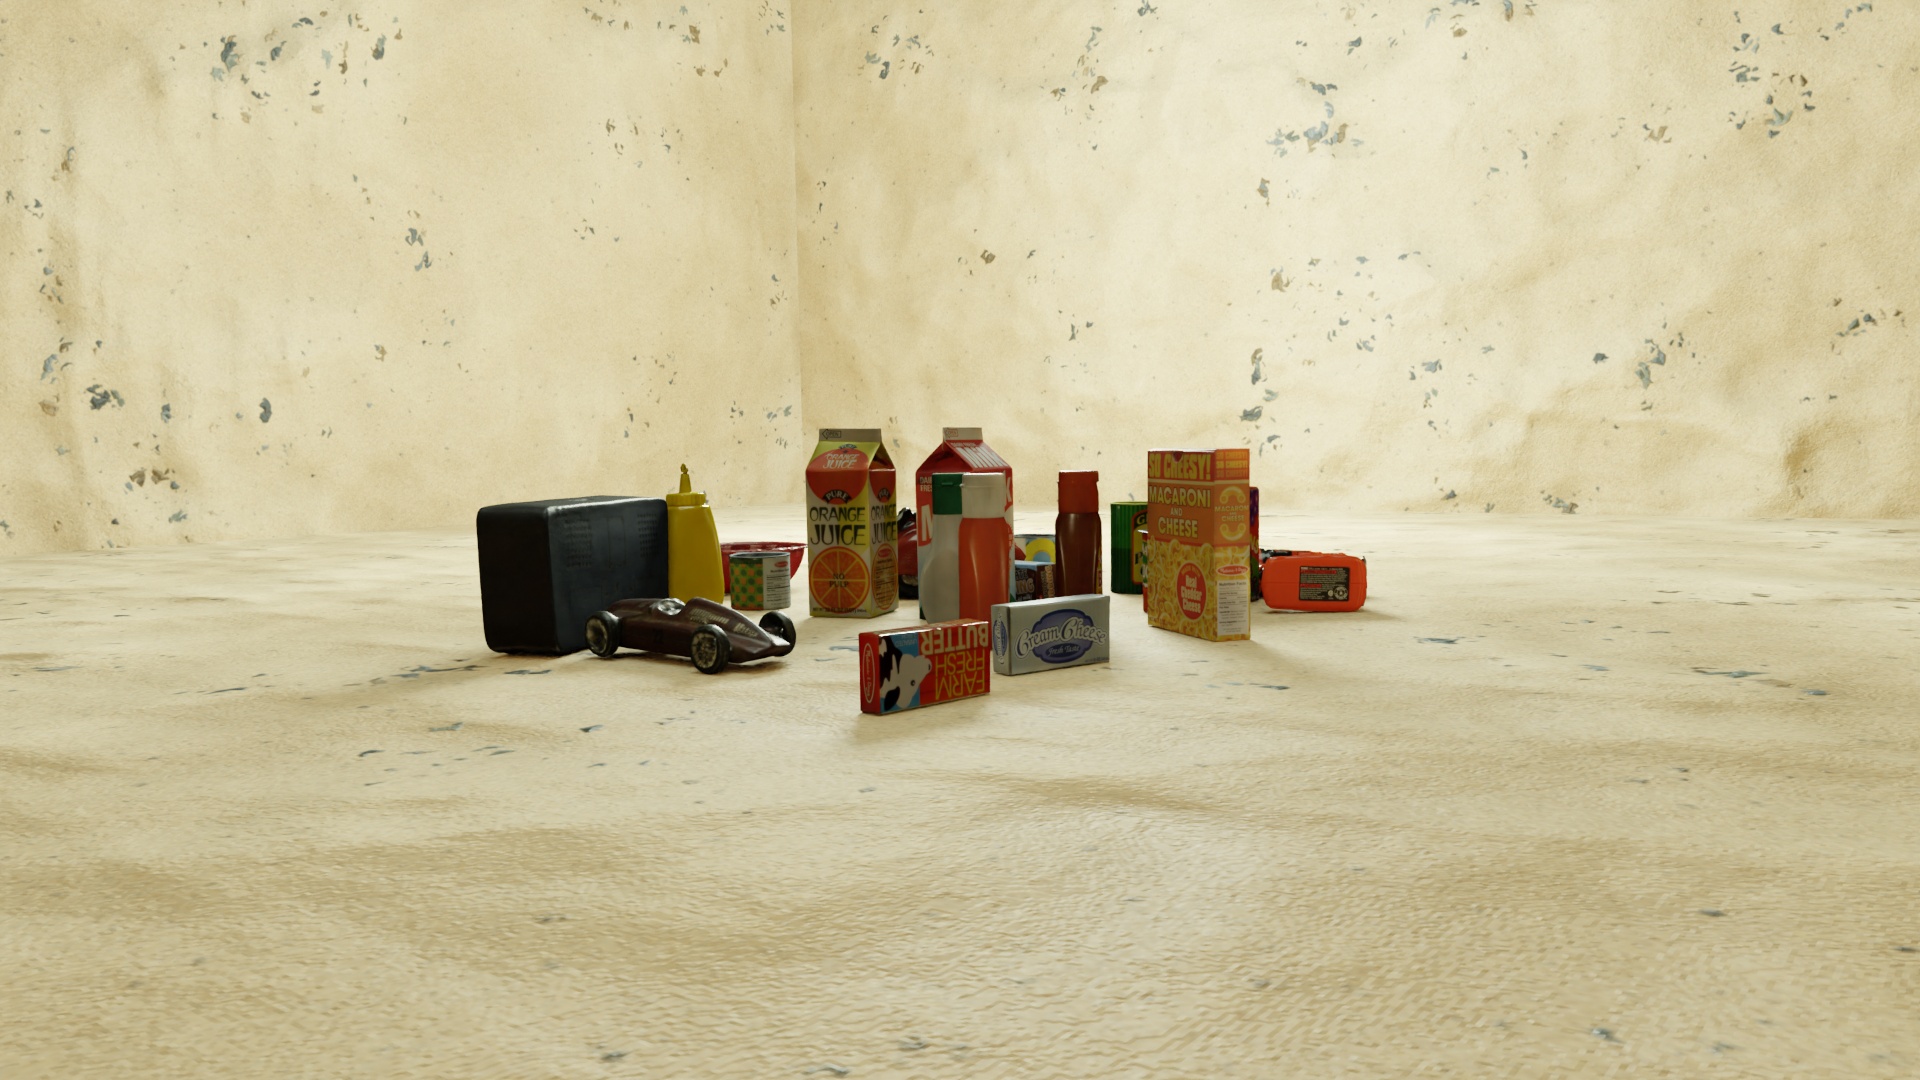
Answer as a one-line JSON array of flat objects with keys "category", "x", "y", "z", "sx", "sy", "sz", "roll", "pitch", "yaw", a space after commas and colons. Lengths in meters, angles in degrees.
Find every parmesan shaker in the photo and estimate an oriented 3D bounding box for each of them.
[{"category": "parmesan shaker", "x": 0.207, "y": 0.007, "z": 1.589, "sx": 0.071, "sy": 0.103, "sz": 0.071, "roll": -1, "pitch": 4, "yaw": 0}]

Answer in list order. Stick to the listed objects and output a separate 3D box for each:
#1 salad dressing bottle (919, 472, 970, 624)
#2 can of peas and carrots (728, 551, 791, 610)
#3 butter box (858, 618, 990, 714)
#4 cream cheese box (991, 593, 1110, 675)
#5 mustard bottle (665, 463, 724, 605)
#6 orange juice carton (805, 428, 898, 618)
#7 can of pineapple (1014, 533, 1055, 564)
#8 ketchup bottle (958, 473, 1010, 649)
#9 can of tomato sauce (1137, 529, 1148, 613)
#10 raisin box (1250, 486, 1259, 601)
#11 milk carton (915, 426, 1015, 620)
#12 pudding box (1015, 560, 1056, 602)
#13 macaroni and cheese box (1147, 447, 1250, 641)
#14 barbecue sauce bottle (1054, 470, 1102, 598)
[{"category": "salad dressing bottle", "x": -0.006, "y": 0.011, "z": 1.283, "sx": 0.064, "sy": 0.147, "sz": 0.044, "roll": 0, "pitch": 4, "yaw": 12}, {"category": "can of peas and carrots", "x": -0.219, "y": 0.044, "z": 1.511, "sx": 0.071, "sy": 0.058, "sz": 0.071, "roll": -1, "pitch": 4, "yaw": 0}, {"category": "butter box", "x": -0.023, "y": 0.084, "z": 0.937, "sx": 0.104, "sy": 0.053, "sz": 0.024, "roll": -5, "pitch": 5, "yaw": -44}, {"category": "cream cheese box", "x": 0.071, "y": 0.072, "z": 1.073, "sx": 0.104, "sy": 0.053, "sz": 0.024, "roll": -4, "pitch": 5, "yaw": -35}, {"category": "mustard bottle", "x": -0.274, "y": 0.002, "z": 1.402, "sx": 0.065, "sy": 0.160, "sz": 0.049, "roll": -3, "pitch": 4, "yaw": -33}, {"category": "orange juice carton", "x": -0.111, "y": -0.020, "z": 1.430, "sx": 0.072, "sy": 0.192, "sz": 0.073, "roll": 0, "pitch": 4, "yaw": 20}, {"category": "can of pineapple", "x": 0.093, "y": 0.022, "z": 1.735, "sx": 0.071, "sy": 0.058, "sz": 0.071, "roll": -1, "pitch": 4, "yaw": 0}, {"category": "ketchup bottle", "x": 0.020, "y": 0.017, "z": 1.190, "sx": 0.043, "sy": 0.148, "sz": 0.065, "roll": -2, "pitch": 4, "yaw": -12}, {"category": "can of tomato sauce", "x": 0.215, "y": 0.031, "z": 1.400, "sx": 0.071, "sy": 0.083, "sz": 0.071, "roll": -1, "pitch": 4, "yaw": 0}, {"category": "raisin box", "x": 0.277, "y": 0.006, "z": 1.451, "sx": 0.040, "sy": 0.123, "sz": 0.086, "roll": 2, "pitch": 5, "yaw": 40}, {"category": "milk carton", "x": 0.005, "y": -0.017, "z": 1.376, "sx": 0.073, "sy": 0.190, "sz": 0.072, "roll": 1, "pitch": 4, "yaw": 34}, {"category": "pudding box", "x": 0.064, "y": 0.046, "z": 1.459, "sx": 0.030, "sy": 0.049, "sz": 0.083, "roll": -4, "pitch": 5, "yaw": -38}, {"category": "macaroni and cheese box", "x": 0.212, "y": 0.000, "z": 1.246, "sx": 0.040, "sy": 0.166, "sz": 0.123, "roll": -2, "pitch": 4, "yaw": -20}, {"category": "barbecue sauce bottle", "x": 0.106, "y": 0.011, "z": 1.245, "sx": 0.044, "sy": 0.148, "sz": 0.065, "roll": -1, "pitch": 4, "yaw": 4}]
